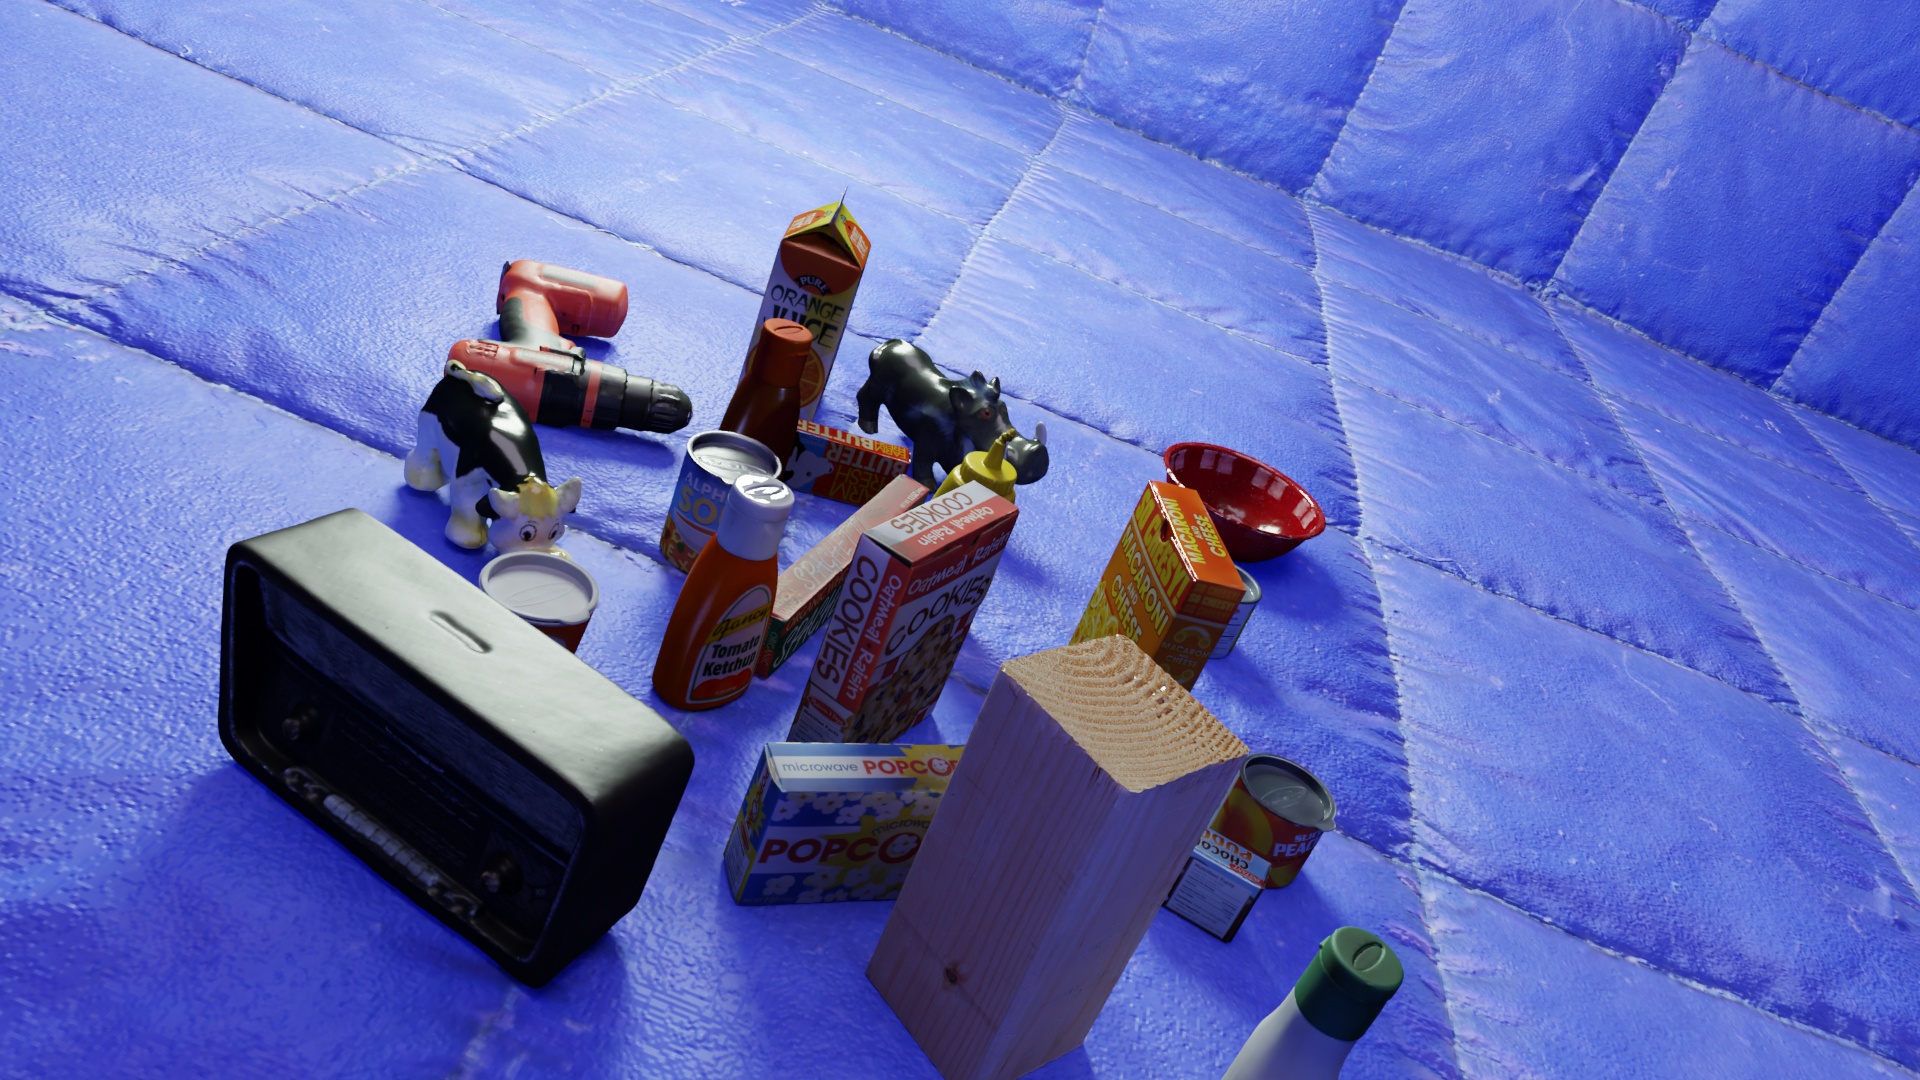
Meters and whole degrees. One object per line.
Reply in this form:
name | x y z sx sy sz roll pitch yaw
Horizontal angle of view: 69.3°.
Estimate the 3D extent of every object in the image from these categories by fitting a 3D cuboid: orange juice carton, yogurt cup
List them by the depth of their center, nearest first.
yogurt cup | -0.251 0.046 0.814 0.072 0.053 0.073 17 29 -10
orange juice carton | -0.128 -0.205 1.184 0.073 0.191 0.072 19 28 -6

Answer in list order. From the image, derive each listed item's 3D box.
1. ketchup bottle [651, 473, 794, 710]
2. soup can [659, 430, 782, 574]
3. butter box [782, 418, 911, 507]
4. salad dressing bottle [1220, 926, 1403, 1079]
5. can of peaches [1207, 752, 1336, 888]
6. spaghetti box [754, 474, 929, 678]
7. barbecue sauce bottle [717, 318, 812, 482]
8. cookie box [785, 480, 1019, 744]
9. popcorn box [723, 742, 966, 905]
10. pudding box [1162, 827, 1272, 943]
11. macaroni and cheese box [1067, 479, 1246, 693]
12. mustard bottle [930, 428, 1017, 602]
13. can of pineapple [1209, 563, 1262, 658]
ketchup bottle | -0.137 0.031 0.822 0.065 0.148 0.043 -13 44 -47
soup can | -0.167 -0.022 0.959 0.071 0.083 0.072 17 29 -10
butter box | -0.096 -0.059 1.104 0.103 0.053 0.024 15 29 -14
salad dressing bottle | 0.159 0.247 0.661 0.044 0.147 0.064 39 33 29
can of peaches | 0.200 0.182 0.894 0.071 0.057 0.071 17 29 -10
spaghetti box | -0.086 0.019 0.980 0.029 0.050 0.251 27 29 9
barbecue sauce bottle | -0.146 -0.089 1.021 0.044 0.147 0.065 37 32 26
cookie box | -0.035 0.055 0.832 0.040 0.166 0.123 33 30 19
popcorn box | -0.054 0.151 0.742 0.127 0.084 0.038 5 33 -28
pudding box | 0.137 0.197 0.834 0.084 0.049 0.030 28 29 11
macaroni and cheese box | 0.123 0.061 0.933 0.040 0.165 0.124 13 30 -16
mustard bottle | 0.004 -0.012 0.981 0.065 0.159 0.049 35 31 22
can of pineapple | 0.200 0.052 1.115 0.071 0.057 0.071 17 29 -10
